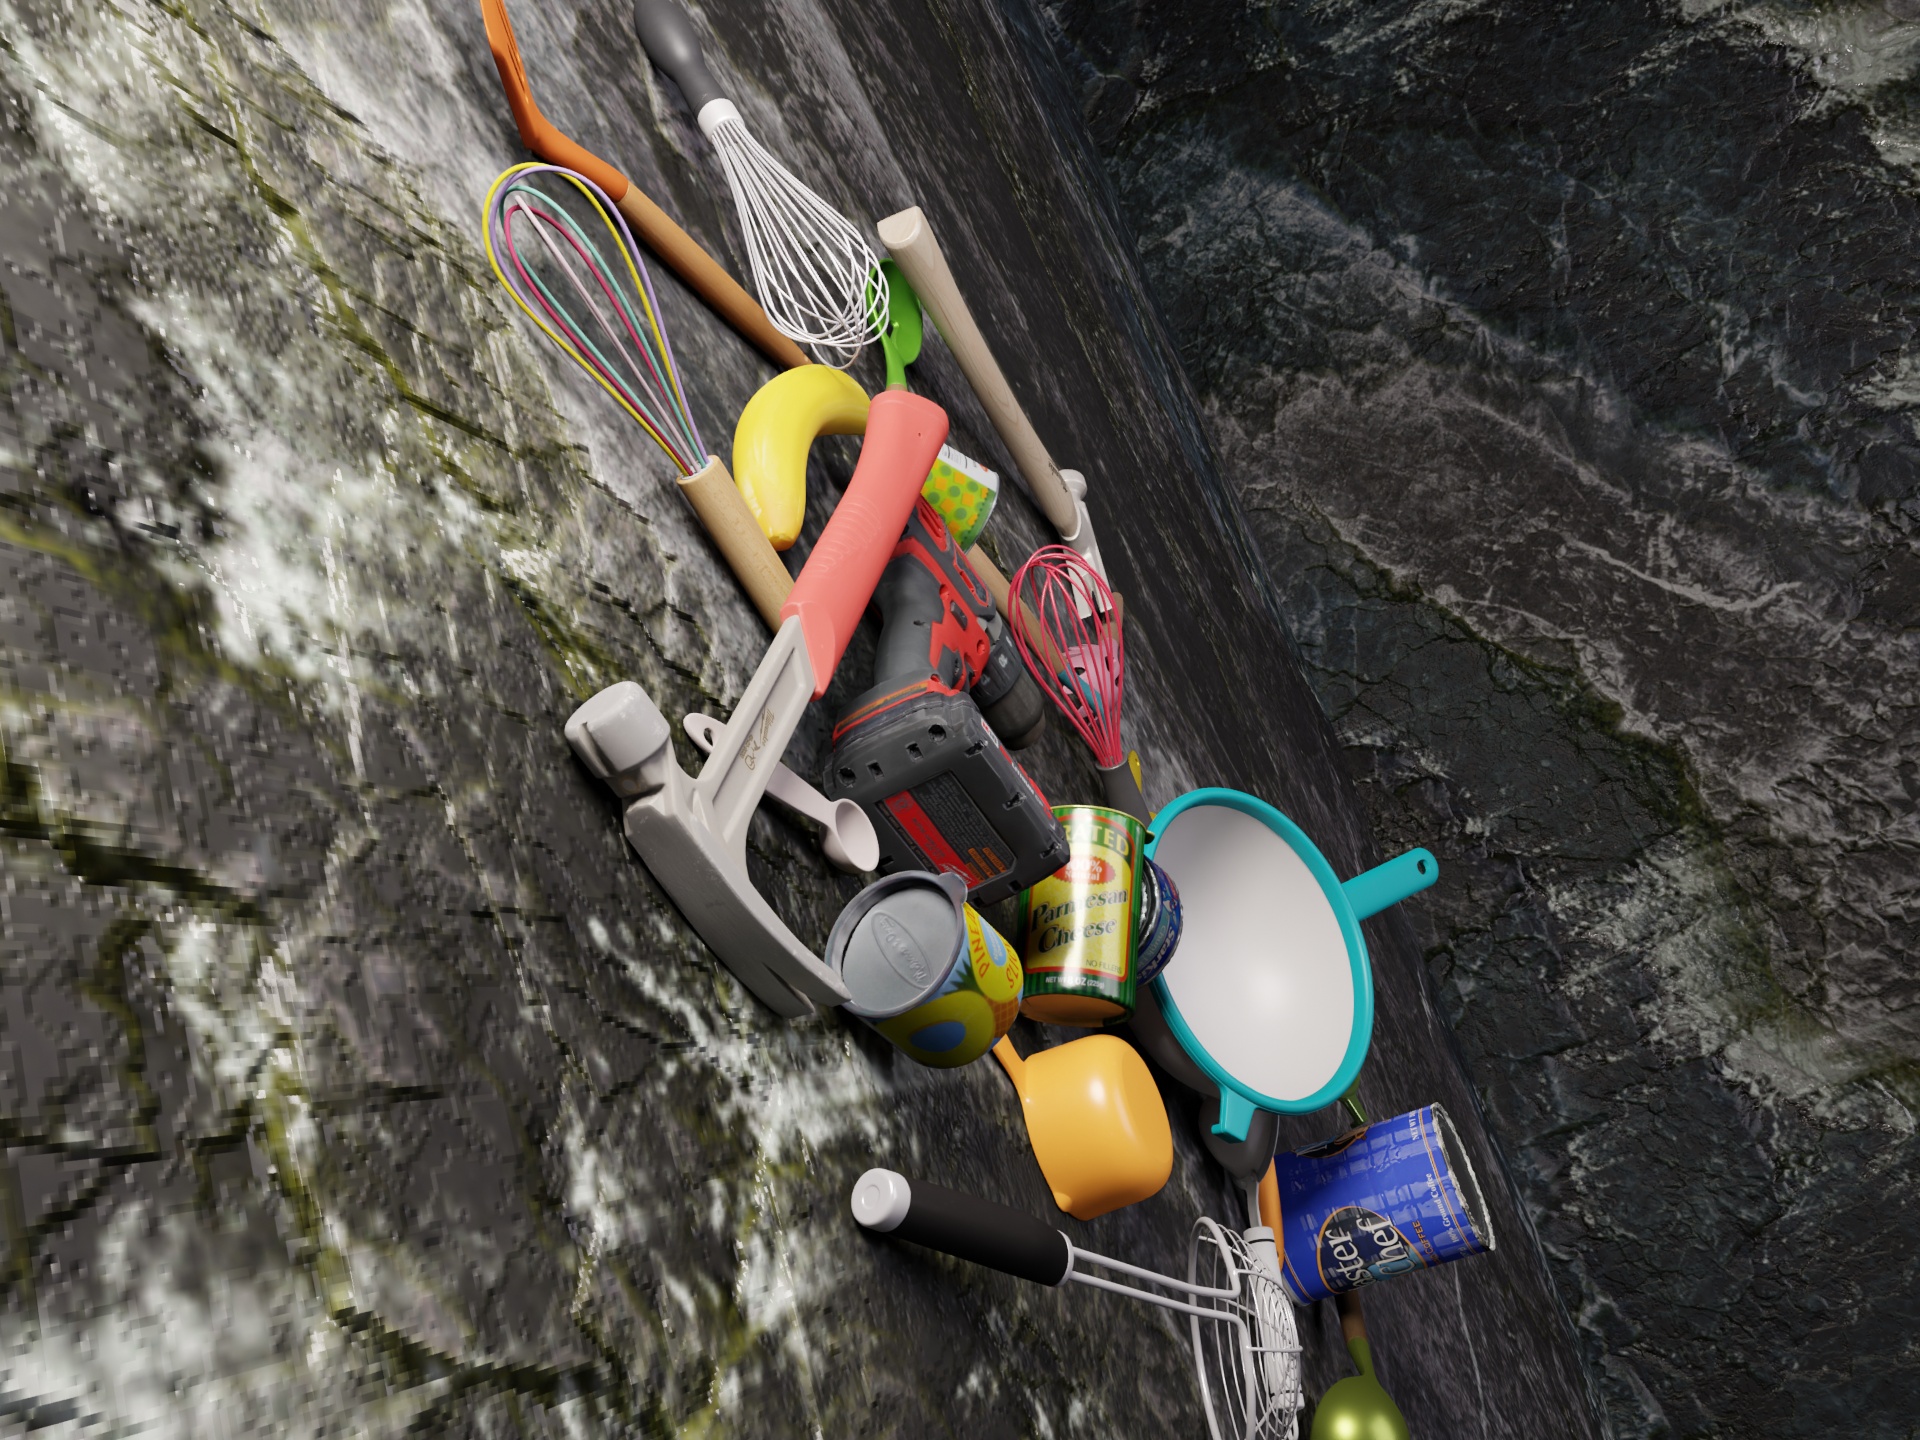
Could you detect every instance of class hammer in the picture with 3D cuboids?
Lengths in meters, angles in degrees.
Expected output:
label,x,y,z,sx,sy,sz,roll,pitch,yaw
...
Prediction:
label,x,y,z,sx,sy,sz,roll,pitch,yaw
hammer,-0.055,-0.043,0.705,0.149,0.037,0.359,57,30,-25
hammer,0.035,-0.233,1.226,0.410,0.038,0.146,50,25,-55

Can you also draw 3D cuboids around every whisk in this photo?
label,x,y,z,sx,sy,sz,roll,pitch,yaw
whisk,-0.117,-0.305,0.869,0.285,0.070,0.070,60,15,22
whisk,-0.129,-0.125,0.690,0.244,0.051,0.047,60,39,-31
whisk,0.098,0.012,1.095,0.073,0.073,0.295,-81,153,-60

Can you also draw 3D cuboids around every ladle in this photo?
label,x,y,z,sx,sy,sz,roll,pitch,yaw
ladle,0.265,0.430,1.121,0.078,0.062,0.320,64,11,-8

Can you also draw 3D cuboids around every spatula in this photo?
label,x,y,z,sx,sy,sz,roll,pitch,yaw
spatula,-0.147,-0.251,0.782,0.322,0.041,0.081,35,35,-60
spatula,0.046,-0.048,1.112,0.317,0.044,0.082,50,25,-30

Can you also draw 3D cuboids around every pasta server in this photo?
label,x,y,z,sx,sy,sz,roll,pitch,yaw
pasta server,0.119,-0.066,1.340,0.060,0.040,0.316,62,14,-12

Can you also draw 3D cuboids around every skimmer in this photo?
label,x,y,z,sx,sy,sz,roll,pitch,yaw
skimmer,0.055,0.266,0.728,0.362,0.090,0.127,34,38,-42

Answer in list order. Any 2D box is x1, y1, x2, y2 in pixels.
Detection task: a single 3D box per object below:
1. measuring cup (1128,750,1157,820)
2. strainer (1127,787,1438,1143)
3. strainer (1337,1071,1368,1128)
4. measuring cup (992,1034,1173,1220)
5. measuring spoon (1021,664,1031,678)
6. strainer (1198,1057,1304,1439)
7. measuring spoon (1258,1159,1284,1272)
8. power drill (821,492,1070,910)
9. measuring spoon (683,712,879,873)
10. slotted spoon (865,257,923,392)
label,x,y,z,sx,sy,sz,roll,pitch,yaw
measuring cup,0.147,0.068,1.235,0.062,0.029,0.157,56,22,-28
strainer,0.206,0.146,1.072,0.340,0.095,0.211,-13,77,-45
strainer,0.185,0.198,1.153,0.256,0.069,0.152,37,25,-25
measuring cup,0.054,0.174,0.798,0.173,0.052,0.095,59,19,-27
measuring spoon,0.008,-0.061,1.035,0.128,0.021,0.042,54,9,-9
strainer,0.189,0.323,1.019,0.086,0.050,0.259,117,-27,-53
measuring spoon,0.207,0.316,1.073,0.011,0.021,0.117,139,-50,-70
power drill,-0.001,-0.003,0.836,0.187,0.080,0.227,54,19,-35
measuring spoon,-0.078,0.032,0.674,0.124,0.018,0.034,40,33,-41
slotted spoon,-0.043,-0.201,1.043,0.070,0.031,0.314,51,25,-41
